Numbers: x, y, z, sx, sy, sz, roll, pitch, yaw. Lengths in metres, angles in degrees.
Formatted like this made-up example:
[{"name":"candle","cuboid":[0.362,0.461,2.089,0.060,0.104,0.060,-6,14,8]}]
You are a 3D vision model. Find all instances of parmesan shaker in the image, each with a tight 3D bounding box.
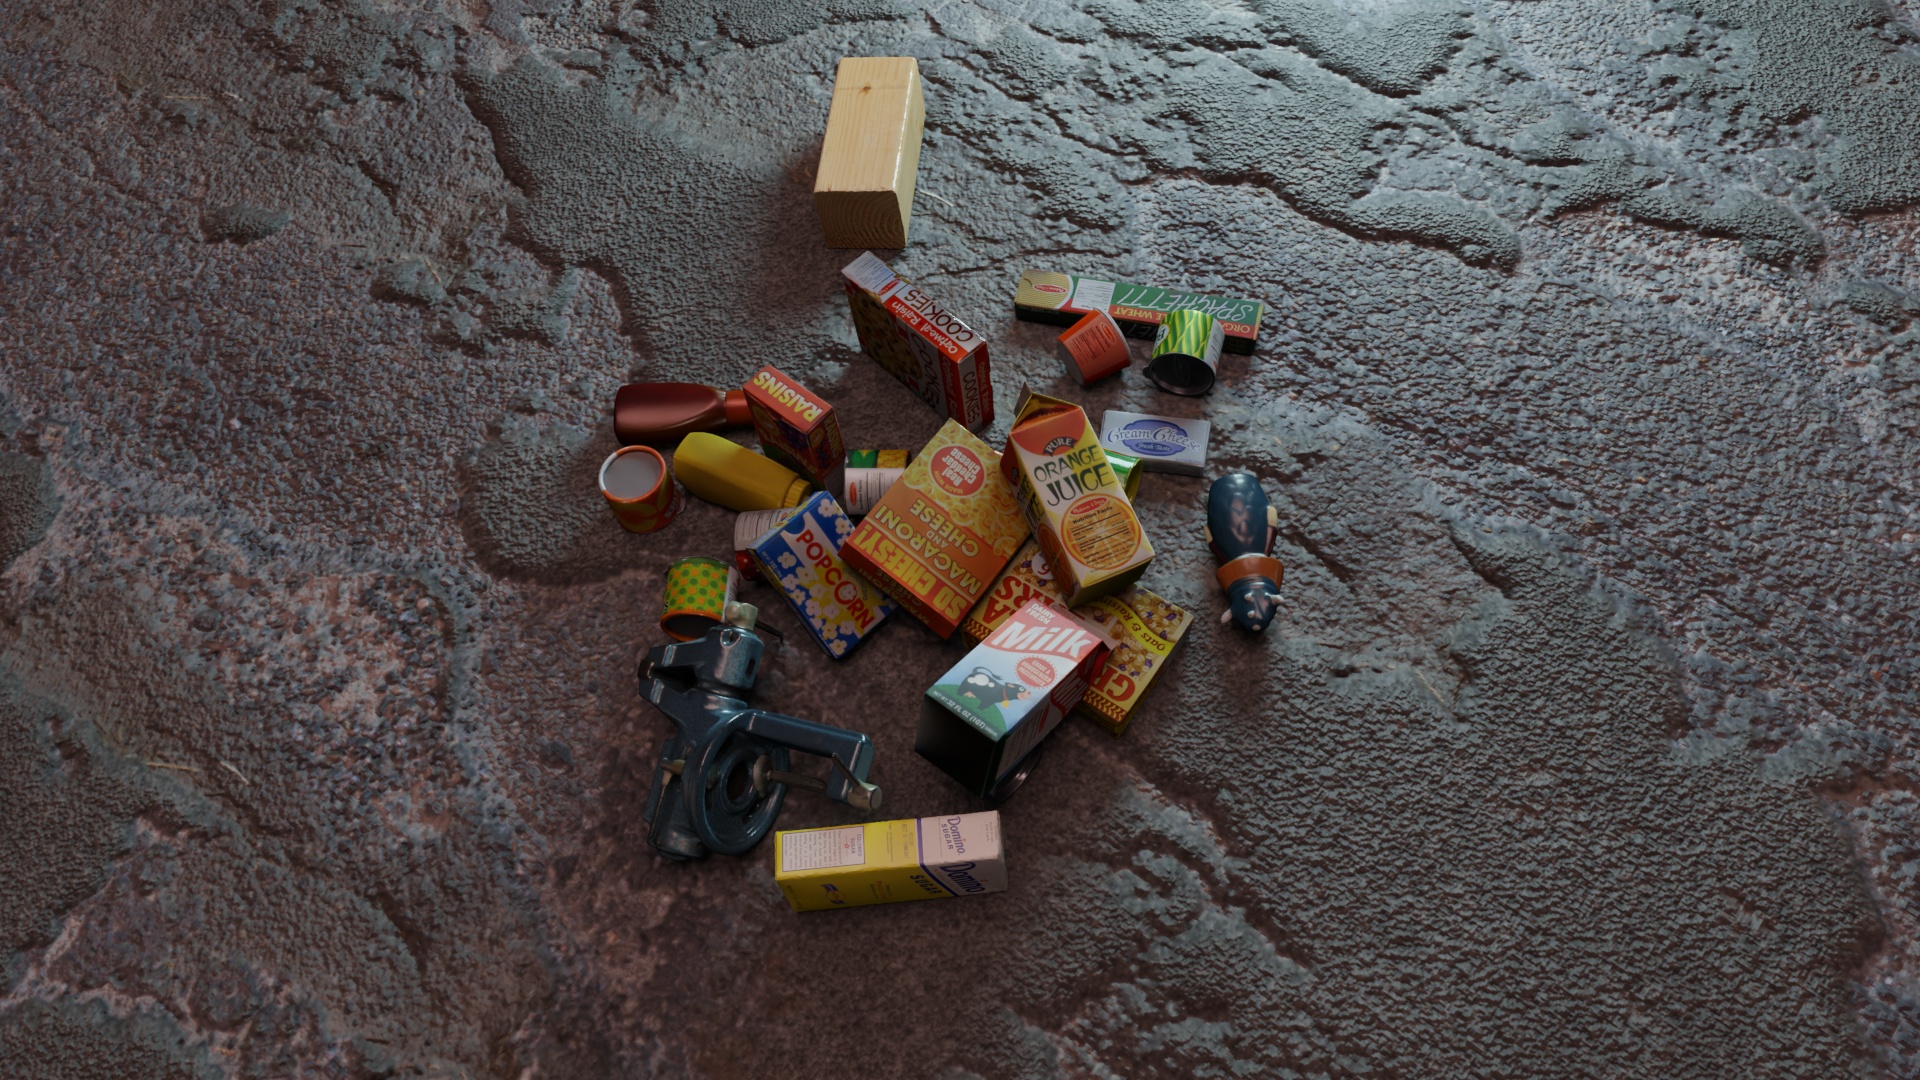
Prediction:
[{"name":"parmesan shaker","cuboid":[0.111,-0.062,1.296,0.103,0.071,0.071,19,62,16]}]

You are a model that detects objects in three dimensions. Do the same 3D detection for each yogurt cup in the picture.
[{"name":"yogurt cup","cuboid":[0.131,-0.190,1.378,0.054,0.072,0.072,-31,61,-4]}]

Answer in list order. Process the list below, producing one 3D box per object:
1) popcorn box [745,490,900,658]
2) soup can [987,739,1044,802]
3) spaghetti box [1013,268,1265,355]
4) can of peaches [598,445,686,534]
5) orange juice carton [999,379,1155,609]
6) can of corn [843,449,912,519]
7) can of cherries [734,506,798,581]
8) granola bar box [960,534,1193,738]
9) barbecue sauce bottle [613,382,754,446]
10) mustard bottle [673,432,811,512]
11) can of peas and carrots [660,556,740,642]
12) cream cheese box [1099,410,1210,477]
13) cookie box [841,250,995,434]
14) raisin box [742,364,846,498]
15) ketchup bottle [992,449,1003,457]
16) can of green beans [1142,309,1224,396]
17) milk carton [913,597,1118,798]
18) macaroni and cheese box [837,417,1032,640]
[{"name":"popcorn box","cuboid":[-0.119,0.031,1.237,0.085,0.038,0.126,-40,108,-18]},{"name":"soup can","cuboid":[0.019,0.169,1.169,0.084,0.071,0.071,34,67,23]},{"name":"spaghetti box","cuboid":[0.181,-0.234,1.420,0.250,0.028,0.050,11,60,12]},{"name":"can of peaches","cuboid":[-0.306,-0.049,1.334,0.071,0.057,0.071,-3,58,4]},{"name":"orange juice carton","cuboid":[0.091,-0.046,1.214,0.073,0.071,0.193,-21,74,-12]},{"name":"can of corn","cuboid":[-0.076,-0.054,1.313,0.058,0.071,0.071,0,59,5]},{"name":"can of cherries","cuboid":[-0.171,0.005,1.283,0.058,0.071,0.072,-6,58,9]},{"name":"granola bar box","cuboid":[0.103,0.080,1.229,0.166,0.039,0.125,30,65,21]},{"name":"barbecue sauce bottle","cuboid":[-0.268,-0.129,1.388,0.148,0.043,0.065,-4,59,2]},{"name":"mustard bottle","cuboid":[-0.194,-0.053,1.326,0.160,0.065,0.049,21,58,10]},{"name":"can of peas and carrots","cuboid":[-0.238,0.055,1.259,0.071,0.070,0.059,-1,59,5]},{"name":"cream cheese box","cuboid":[0.186,-0.093,1.336,0.104,0.024,0.053,7,59,9]},{"name":"cookie box","cuboid":[-0.039,-0.191,1.358,0.040,0.122,0.168,-41,64,-17]},{"name":"raisin box","cuboid":[-0.153,-0.099,1.312,0.086,0.122,0.040,35,68,23]},{"name":"ketchup bottle","cuboid":[0.005,-0.016,1.294,0.065,0.043,0.149,13,61,5]},{"name":"can of green beans","cuboid":[0.222,-0.184,1.364,0.071,0.071,0.058,11,60,12]},{"name":"milk carton","cuboid":[0.051,0.114,1.128,0.072,0.073,0.191,32,45,22]},{"name":"macaroni and cheese box","cuboid":[-0.011,-0.011,1.236,0.124,0.040,0.167,38,60,1]}]
